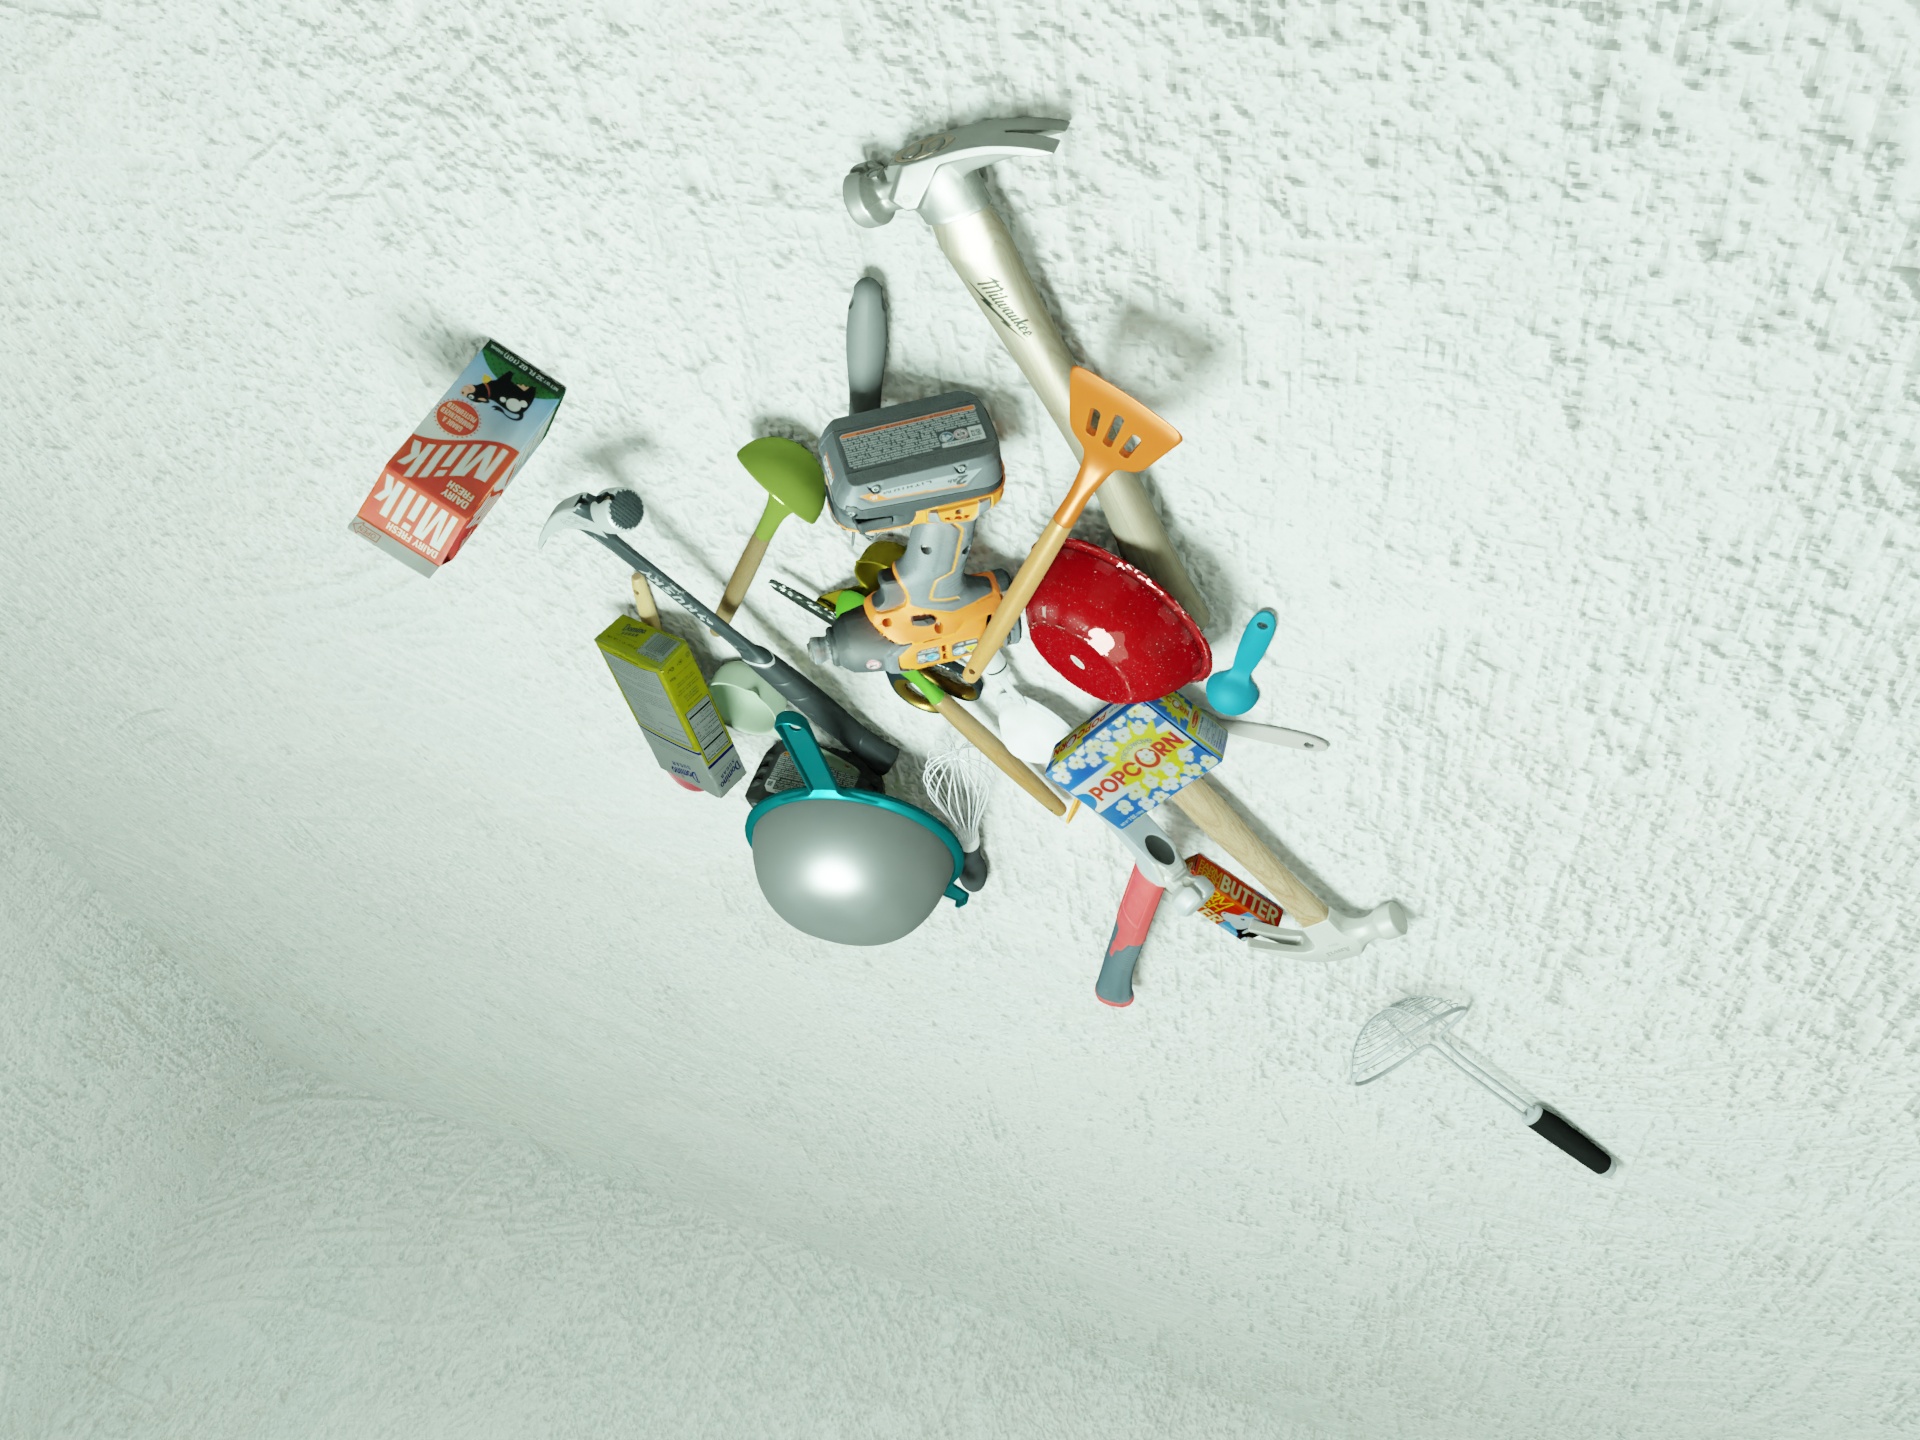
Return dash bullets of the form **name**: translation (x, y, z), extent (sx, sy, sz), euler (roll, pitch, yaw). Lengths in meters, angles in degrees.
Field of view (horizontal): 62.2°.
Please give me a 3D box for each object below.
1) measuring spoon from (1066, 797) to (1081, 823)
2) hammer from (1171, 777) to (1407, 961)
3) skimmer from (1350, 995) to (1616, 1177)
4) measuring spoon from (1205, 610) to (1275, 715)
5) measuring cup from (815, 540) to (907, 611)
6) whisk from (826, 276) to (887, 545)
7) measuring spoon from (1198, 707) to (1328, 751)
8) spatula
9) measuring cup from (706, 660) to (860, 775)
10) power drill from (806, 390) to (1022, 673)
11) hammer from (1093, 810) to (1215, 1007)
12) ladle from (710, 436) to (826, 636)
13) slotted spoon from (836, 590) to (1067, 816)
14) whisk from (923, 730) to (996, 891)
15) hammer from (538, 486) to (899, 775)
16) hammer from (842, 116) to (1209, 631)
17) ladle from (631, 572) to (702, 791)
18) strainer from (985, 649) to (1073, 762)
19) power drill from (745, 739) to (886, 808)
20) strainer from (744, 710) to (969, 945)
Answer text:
- **measuring spoon**: translation (0.105, 0.061, 1.422), extent (0.011, 0.021, 0.116), euler (33, 149, 12)
- **hammer**: translation (0.236, 0.102, 1.368), extent (0.130, 0.031, 0.331), euler (-29, 118, 37)
- **skimmer**: translation (0.516, 0.372, 1.525), extent (0.363, 0.090, 0.127), euler (35, 115, -20)
- **measuring spoon**: translation (0.213, -0.039, 1.199), extent (0.042, 0.021, 0.128), euler (21, 149, 6)
- **measuring cup**: translation (-0.077, -0.114, 1.299), extent (0.062, 0.029, 0.156), euler (36, 158, -22)
- **whisk**: translation (-0.069, -0.212, 1.122), extent (0.055, 0.055, 0.238), euler (19, 144, 9)
- **measuring spoon**: translation (0.230, 0.014, 1.269), extent (0.124, 0.018, 0.034), euler (11, 145, 20)
- **spatula**: translation (0.057, -0.117, 1.087), extent (0.081, 0.041, 0.322), euler (34, 140, 3)
- **measuring cup**: translation (-0.161, -0.001, 1.500), extent (0.167, 0.038, 0.083), euler (30, 148, -12)
- **power drill**: translation (-0.041, -0.119, 1.149), extent (0.164, 0.084, 0.226), euler (-14, 144, -6)
- **hammer**: translation (0.155, 0.187, 1.534), extent (0.143, 0.038, 0.386), euler (48, 161, 20)
- **ladle**: translation (-0.175, -0.133, 1.301), extent (0.078, 0.062, 0.320), euler (44, 150, 1)
- **slotted spoon**: translation (-0.002, -0.004, 1.361), extent (0.070, 0.031, 0.313), euler (6, 150, 50)
- **whisk**: translation (0.005, 0.099, 1.516), extent (0.070, 0.070, 0.284), euler (16, 151, 14)
- **hammer**: translation (-0.194, -0.065, 1.387), extent (0.149, 0.036, 0.408), euler (1, 149, 47)
- **hammer**: translation (0.084, -0.202, 1.041), extent (0.146, 0.038, 0.410), euler (-3, 139, 35)
- **ladle**: translation (-0.284, -0.034, 1.546), extent (0.069, 0.031, 0.315), euler (18, 146, 16)
- **strainer**: translation (0.032, -0.035, 1.317), extent (0.087, 0.050, 0.258), euler (13, 146, 45)
- **power drill**: translation (-0.137, 0.118, 1.619), extent (0.190, 0.080, 0.228), euler (12, 148, 19)
- **strainer**: translation (-0.117, 0.118, 1.436), extent (0.211, 0.095, 0.340), euler (1, 147, 13)
